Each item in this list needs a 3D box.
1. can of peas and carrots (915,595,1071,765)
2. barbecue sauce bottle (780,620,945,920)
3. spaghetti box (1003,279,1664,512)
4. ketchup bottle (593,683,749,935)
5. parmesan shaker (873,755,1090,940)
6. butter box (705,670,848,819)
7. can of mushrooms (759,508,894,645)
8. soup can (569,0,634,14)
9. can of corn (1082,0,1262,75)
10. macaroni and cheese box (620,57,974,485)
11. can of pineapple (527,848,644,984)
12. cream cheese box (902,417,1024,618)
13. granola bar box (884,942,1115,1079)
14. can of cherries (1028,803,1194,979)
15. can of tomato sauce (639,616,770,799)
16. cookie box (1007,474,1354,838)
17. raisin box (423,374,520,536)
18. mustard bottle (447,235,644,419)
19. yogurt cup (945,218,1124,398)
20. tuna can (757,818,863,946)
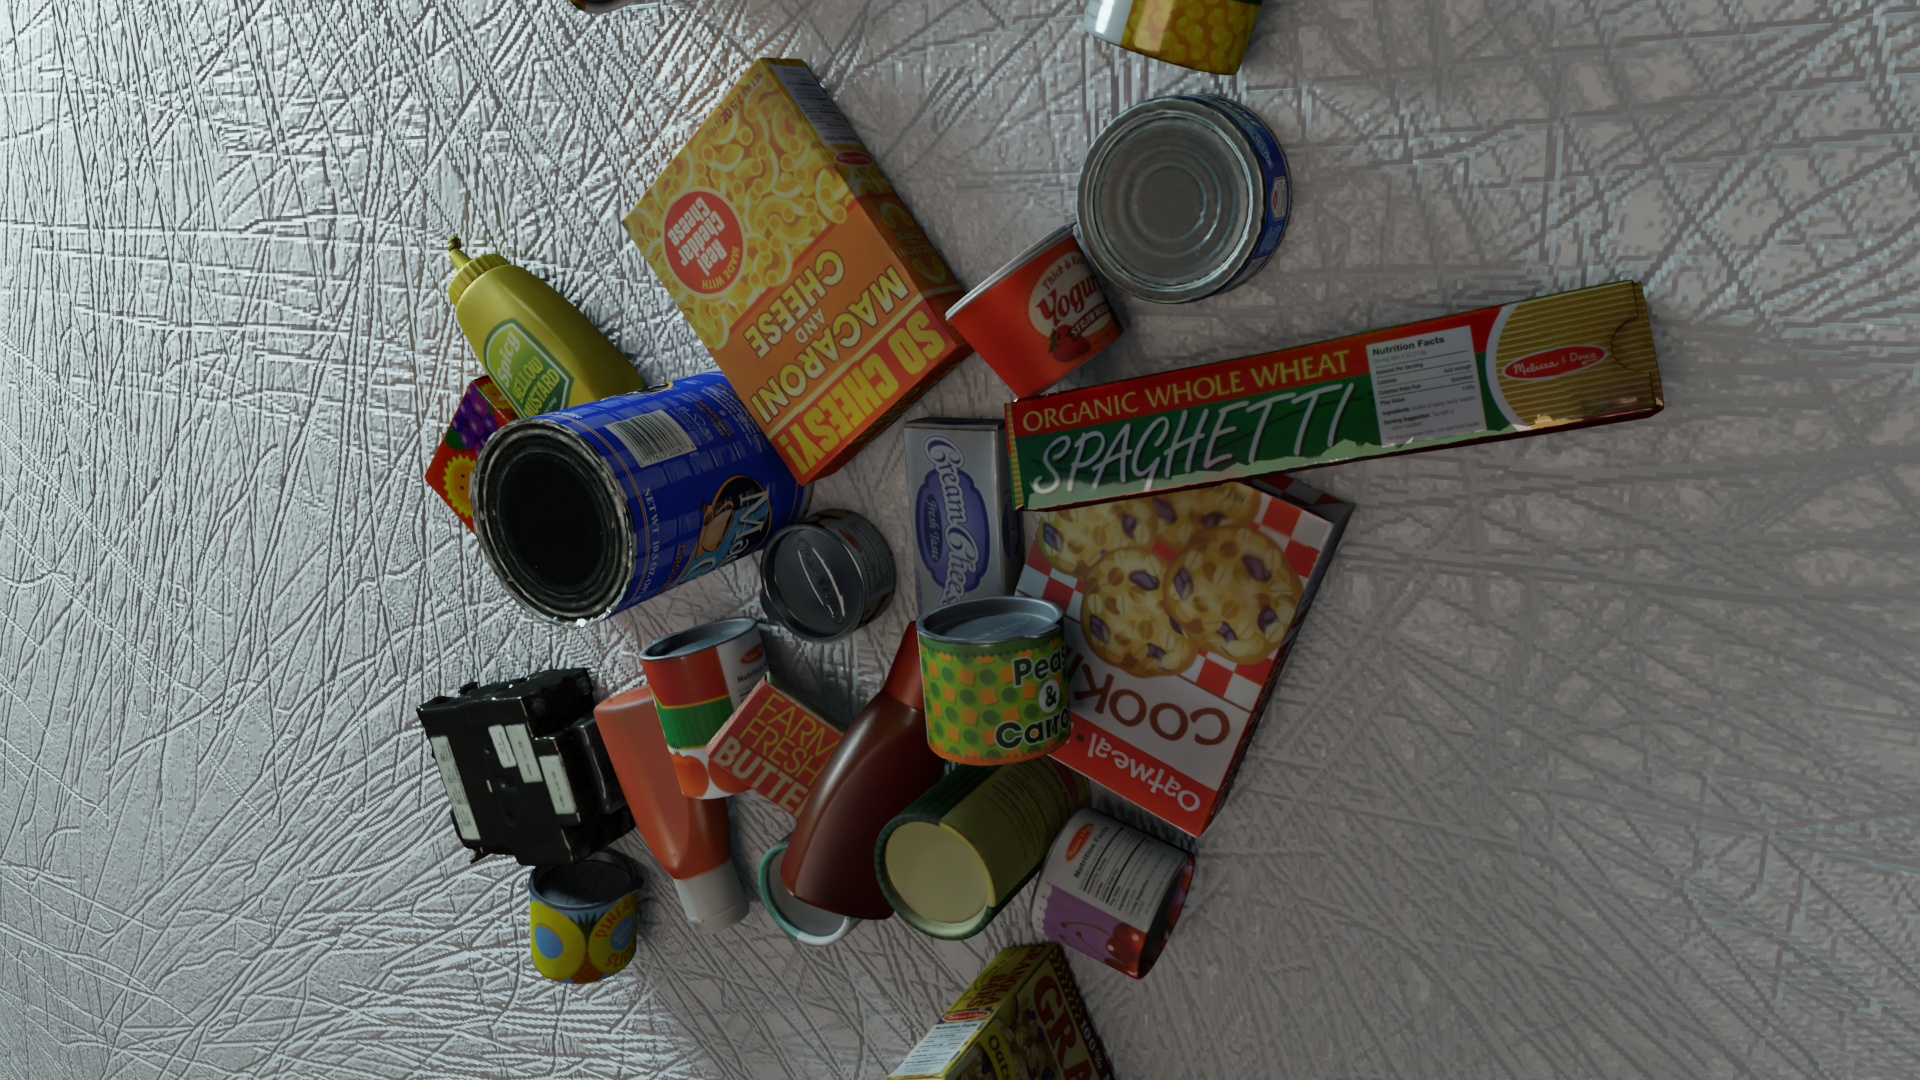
[{"bbox_3d":[0.017,0.062,0.619,0.071,0.071,0.058,3,106,30],"label":"can of peas and carrots"},{"bbox_3d":[-0.037,0.115,0.705,0.148,0.065,0.044,-68,24,4],"label":"barbecue sauce bottle"},{"bbox_3d":[0.138,-0.053,0.554,0.250,0.029,0.050,-9,85,22],"label":"spaghetti box"},{"bbox_3d":[-0.166,0.159,0.823,0.064,0.044,0.148,-13,98,34],"label":"ketchup bottle"},{"bbox_3d":[0.010,0.138,0.676,0.071,0.103,0.071,10,110,28],"label":"parmesan shaker"},{"bbox_3d":[-0.078,0.119,0.735,0.103,0.024,0.053,37,92,-13],"label":"butter box"},{"bbox_3d":[-0.071,0.019,0.729,0.071,0.033,0.070,10,110,27],"label":"can of mushrooms"},{"bbox_3d":[-0.190,-0.311,0.675,0.084,0.071,0.071,47,123,9],"label":"soup can"},{"bbox_3d":[0.089,-0.219,0.542,0.071,0.071,0.058,27,118,21],"label":"can of corn"},{"bbox_3d":[-0.077,-0.130,0.682,0.123,0.040,0.166,-38,84,33],"label":"macaroni and cheese box"},{"bbox_3d":[-0.236,0.237,0.875,0.071,0.071,0.057,15,113,26],"label":"can of pineapple"},{"bbox_3d":[0.002,-0.009,0.682,0.053,0.024,0.103,5,108,29],"label":"cream cheese box"},{"bbox_3d":[0.039,0.308,0.699,0.039,0.125,0.165,-20,95,34],"label":"granola bar box"},{"bbox_3d":[0.074,0.171,0.673,0.058,0.072,0.071,21,115,23],"label":"can of cherries"},{"bbox_3d":[-0.136,0.092,0.770,0.071,0.071,0.083,-8,102,32],"label":"can of tomato sauce"},{"bbox_3d":[0.088,0.035,0.636,0.123,0.040,0.166,27,116,21],"label":"cookie box"},{"bbox_3d":[-0.250,-0.028,0.818,0.123,0.040,0.085,45,123,10],"label":"raisin box"},{"bbox_3d":[-0.243,-0.113,0.780,0.160,0.049,0.065,47,121,10],"label":"mustard bottle"},{"bbox_3d":[0.035,-0.098,0.612,0.072,0.073,0.054,-32,96,34],"label":"yogurt cup"},{"bbox_3d":[-0.081,0.192,0.789,0.071,0.033,0.070,10,110,28],"label":"tuna can"}]
